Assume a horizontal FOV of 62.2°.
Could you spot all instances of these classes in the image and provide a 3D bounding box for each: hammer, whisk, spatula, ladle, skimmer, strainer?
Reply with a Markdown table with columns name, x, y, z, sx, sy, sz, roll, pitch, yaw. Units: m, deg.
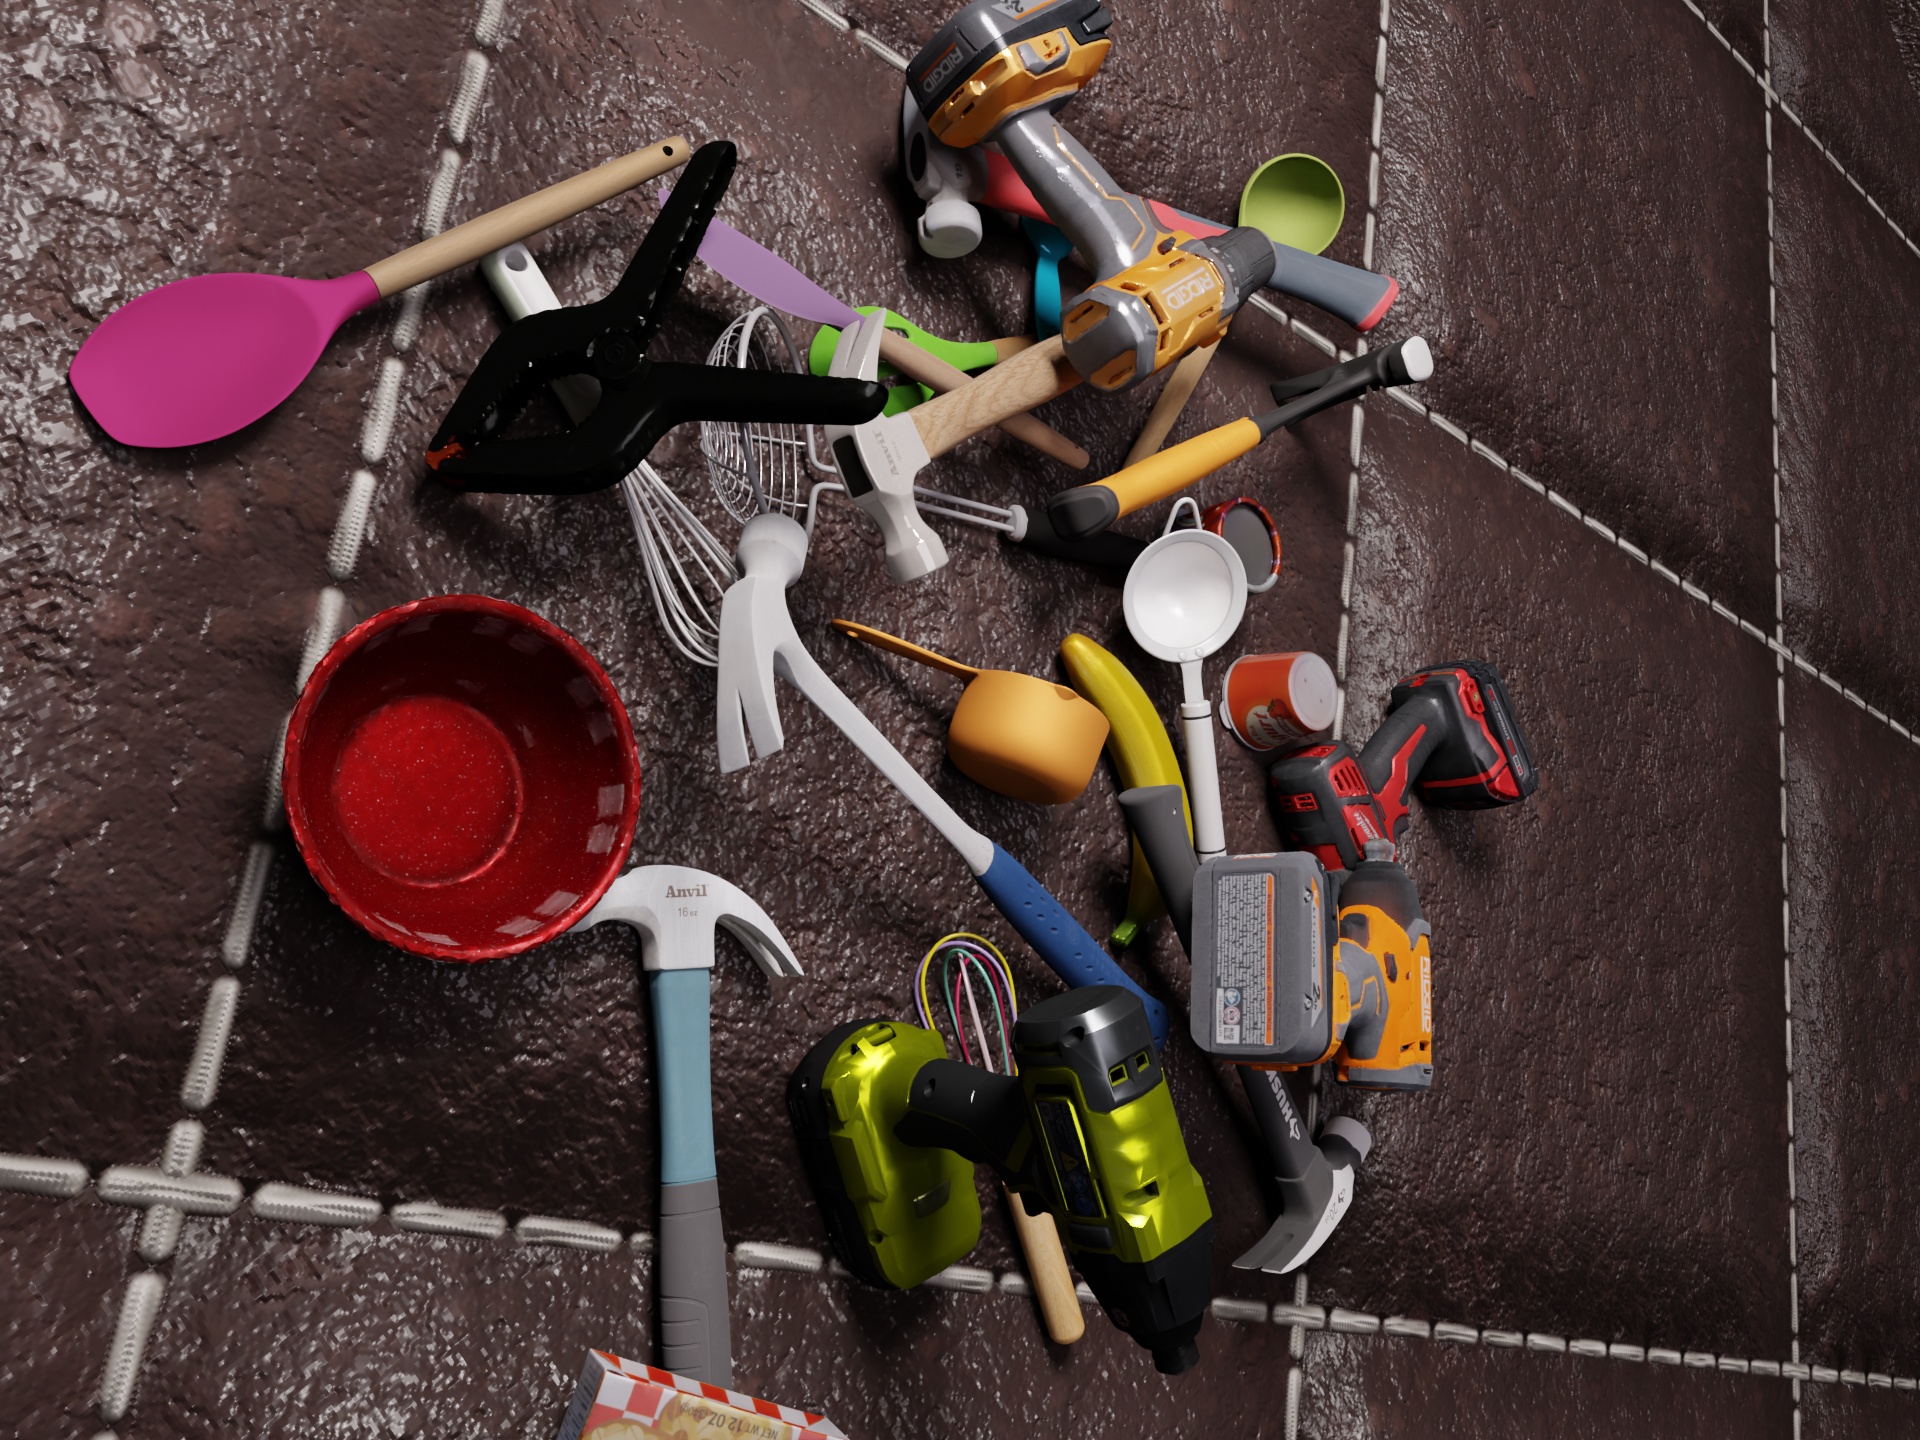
| name | x | y | z | sx | sy | sz | roll | pitch | yaw |
| --- | --- | --- | --- | --- | --- | --- | --- | --- | --- |
| hammer | 0.170 | -0.181 | 1.036 | 0.337 | 0.127 | 0.034 | -30 | 102 | -38 |
| hammer | 0.138 | -0.335 | 1.051 | 0.386 | 0.038 | 0.143 | 6 | 70 | -31 |
| whisk | -0.168 | -0.132 | 0.798 | 0.058 | 0.059 | 0.246 | -36 | 100 | -38 |
| spatula | -0.036 | -0.206 | 0.892 | 0.315 | 0.018 | 0.060 | 22 | 37 | -40 |
| hammer | -0.132 | 0.235 | 0.764 | 0.128 | 0.033 | 0.331 | 2 | 80 | -38 |
| hammer | 0.029 | -0.193 | 0.913 | 0.331 | 0.031 | 0.130 | -39 | 109 | -50 |
| whisk | 0.031 | 0.235 | 0.893 | 0.047 | 0.051 | 0.245 | -23 | 99 | -46 |
| ladle | 0.186 | -0.281 | 1.115 | 0.078 | 0.062 | 0.320 | 40 | 61 | -18 |
| skimmer | 0.004 | -0.133 | 0.911 | 0.363 | 0.090 | 0.127 | 9 | 71 | -38 |
| hammer | 0.004 | 0.072 | 0.852 | 0.405 | 0.035 | 0.144 | 48 | 31 | -35 |
| strainer | 0.149 | -0.015 | 1.030 | 0.087 | 0.050 | 0.258 | -10 | 100 | -15 |
| hammer | 0.168 | 0.186 | 0.986 | 0.146 | 0.035 | 0.334 | -42 | 115 | -44 |

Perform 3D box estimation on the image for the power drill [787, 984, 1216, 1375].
| name | x | y | z | sx | sy | sz | roll | pitch | yaw |
| --- | --- | --- | --- | --- | --- | --- | --- | --- | --- |
| power drill | 0.020 | 0.219 | 0.767 | 0.080 | 0.223 | 0.171 | -19 | 93 | -40 |

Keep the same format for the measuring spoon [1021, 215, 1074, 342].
| name | x | y | z | sx | sy | sz | roll | pitch | yaw |
| --- | --- | --- | --- | --- | --- | --- | --- | --- | --- |
| measuring spoon | 0.062 | -0.287 | 1.016 | 0.042 | 0.021 | 0.129 | 20 | 55 | -31 |

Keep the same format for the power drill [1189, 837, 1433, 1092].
| name | x | y | z | sx | sy | sz | roll | pitch | yaw |
| --- | --- | --- | --- | --- | --- | --- | --- | --- | --- |
| power drill | 0.225 | 0.140 | 0.976 | 0.226 | 0.084 | 0.164 | 21 | 68 | -51 |

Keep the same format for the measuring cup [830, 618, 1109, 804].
| name | x | y | z | sx | sy | sz | roll | pitch | yaw |
| --- | --- | --- | --- | --- | --- | --- | --- | --- | --- |
| measuring cup | -0.001 | -0.003 | 0.900 | 0.173 | 0.095 | 0.052 | 23 | 73 | -14 |

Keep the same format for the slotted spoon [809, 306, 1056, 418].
| name | x | y | z | sx | sy | sz | roll | pitch | yaw |
| --- | --- | --- | --- | --- | --- | --- | --- | --- | --- |
| slotted spoon | 0.036 | -0.235 | 1.000 | 0.313 | 0.031 | 0.070 | -18 | 92 | -42 |

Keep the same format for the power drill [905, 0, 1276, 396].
| name | x | y | z | sx | sy | sz | roll | pitch | yaw |
| --- | --- | --- | --- | --- | --- | --- | --- | --- | --- |
| power drill | 0.091 | -0.321 | 0.946 | 0.185 | 0.084 | 0.226 | -37 | 97 | -39 |

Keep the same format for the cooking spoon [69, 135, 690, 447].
| name | x | y | z | sx | sy | sz | roll | pitch | yaw |
| --- | --- | --- | --- | --- | --- | --- | --- | --- | --- |
| cooking spoon | -0.252 | -0.212 | 0.740 | 0.319 | 0.017 | 0.068 | -37 | 95 | -30 |

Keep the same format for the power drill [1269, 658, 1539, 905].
| name | x | y | z | sx | sy | sz | roll | pitch | yaw |
| --- | --- | --- | --- | --- | --- | --- | --- | --- | --- |
| power drill | 0.320 | 0.054 | 1.147 | 0.219 | 0.078 | 0.143 | -30 | 100 | -36 |
